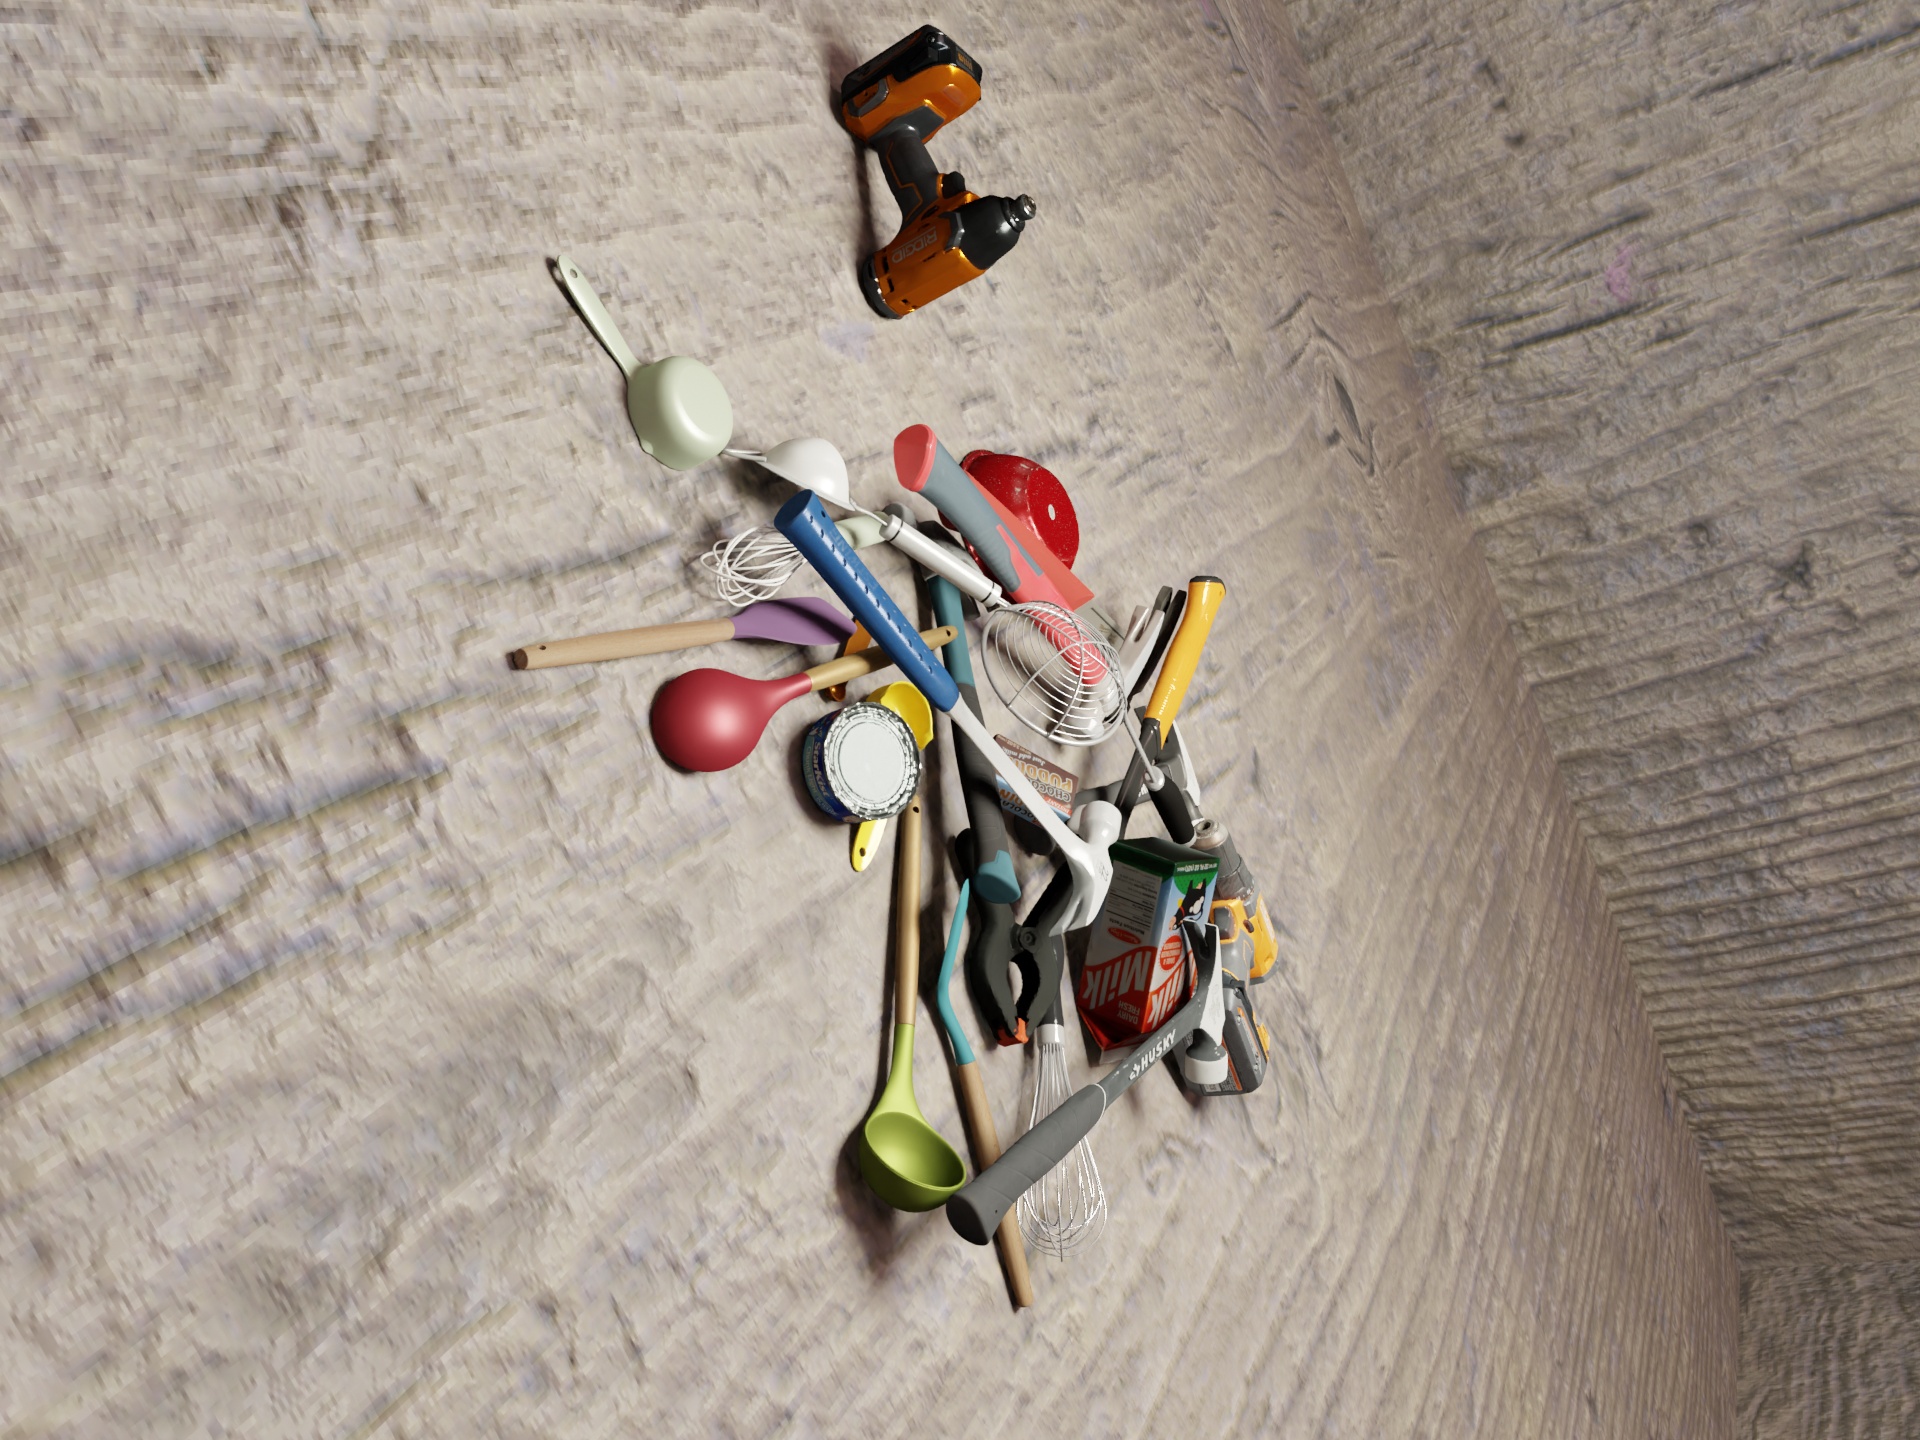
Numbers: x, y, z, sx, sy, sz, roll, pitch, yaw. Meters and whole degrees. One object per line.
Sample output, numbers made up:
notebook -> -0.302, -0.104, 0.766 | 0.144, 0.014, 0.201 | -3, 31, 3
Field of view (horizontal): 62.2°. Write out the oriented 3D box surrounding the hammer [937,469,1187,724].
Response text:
hammer -> 0.091, -0.129, 1.417 | 0.358, 0.037, 0.149 | 37, 77, -50

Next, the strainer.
strainer -> -0.058, -0.152, 1.200 | 0.258, 0.050, 0.087 | 32, 8, -24

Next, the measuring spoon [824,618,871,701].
measuring spoon -> -0.085, -0.053, 1.219 | 0.021, 0.011, 0.117 | 54, 32, -27

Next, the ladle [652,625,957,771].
ladle -> -0.095, -0.031, 1.132 | 0.315, 0.031, 0.069 | -23, 90, -52

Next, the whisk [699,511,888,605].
whisk -> -0.113, -0.129, 1.181 | 0.246, 0.059, 0.057 | -30, 138, -62

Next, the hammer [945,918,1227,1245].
hammer -> 0.109, 0.276, 1.194 | 0.409, 0.036, 0.149 | -22, 115, -55

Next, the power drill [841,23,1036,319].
power drill -> -0.018, -0.481, 1.383 | 0.084, 0.164, 0.227 | 15, 61, -54

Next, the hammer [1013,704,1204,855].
hammer -> 0.141, 0.068, 1.487 | 0.334, 0.035, 0.146 | -12, 86, -58

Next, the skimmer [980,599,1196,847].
skimmer -> 0.117, 0.026, 1.311 | 0.362, 0.090, 0.127 | 56, 22, -54

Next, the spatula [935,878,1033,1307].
spatula -> 0.021, 0.279, 1.187 | 0.082, 0.044, 0.317 | 19, 57, -86

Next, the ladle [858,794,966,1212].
ladle -> -0.032, 0.190, 1.138 | 0.078, 0.062, 0.320 | 21, 53, -29

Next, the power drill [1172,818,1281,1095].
power drill -> 0.249, 0.221, 1.524 | 0.185, 0.084, 0.226 | 67, 27, -26

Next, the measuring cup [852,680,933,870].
measuring cup -> -0.063, 0.042, 1.198 | 0.062, 0.029, 0.157 | 38, 57, -37

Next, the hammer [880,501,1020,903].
hammer -> 0.002, -0.013, 1.278 | 0.128, 0.033, 0.331 | 26, 47, -52

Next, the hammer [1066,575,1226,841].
hammer -> 0.187, 0.003, 1.471 | 0.127, 0.034, 0.337 | 55, 48, -41

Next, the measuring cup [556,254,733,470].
measuring cup -> -0.212, -0.248, 1.081 | 0.167, 0.038, 0.083 | 57, 35, -28

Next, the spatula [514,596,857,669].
spatula -> -0.171, -0.057, 1.062 | 0.060, 0.018, 0.316 | 38, 26, 22

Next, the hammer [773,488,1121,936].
hammer -> -0.002, -0.004, 1.182 | 0.405, 0.035, 0.144 | 50, 34, -27

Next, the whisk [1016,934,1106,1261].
whisk -> 0.073, 0.283, 1.262 | 0.070, 0.070, 0.285 | 37, 41, -44

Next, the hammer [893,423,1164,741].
hammer -> 0.061, -0.129, 1.323 | 0.143, 0.038, 0.385 | -60, 140, -14
